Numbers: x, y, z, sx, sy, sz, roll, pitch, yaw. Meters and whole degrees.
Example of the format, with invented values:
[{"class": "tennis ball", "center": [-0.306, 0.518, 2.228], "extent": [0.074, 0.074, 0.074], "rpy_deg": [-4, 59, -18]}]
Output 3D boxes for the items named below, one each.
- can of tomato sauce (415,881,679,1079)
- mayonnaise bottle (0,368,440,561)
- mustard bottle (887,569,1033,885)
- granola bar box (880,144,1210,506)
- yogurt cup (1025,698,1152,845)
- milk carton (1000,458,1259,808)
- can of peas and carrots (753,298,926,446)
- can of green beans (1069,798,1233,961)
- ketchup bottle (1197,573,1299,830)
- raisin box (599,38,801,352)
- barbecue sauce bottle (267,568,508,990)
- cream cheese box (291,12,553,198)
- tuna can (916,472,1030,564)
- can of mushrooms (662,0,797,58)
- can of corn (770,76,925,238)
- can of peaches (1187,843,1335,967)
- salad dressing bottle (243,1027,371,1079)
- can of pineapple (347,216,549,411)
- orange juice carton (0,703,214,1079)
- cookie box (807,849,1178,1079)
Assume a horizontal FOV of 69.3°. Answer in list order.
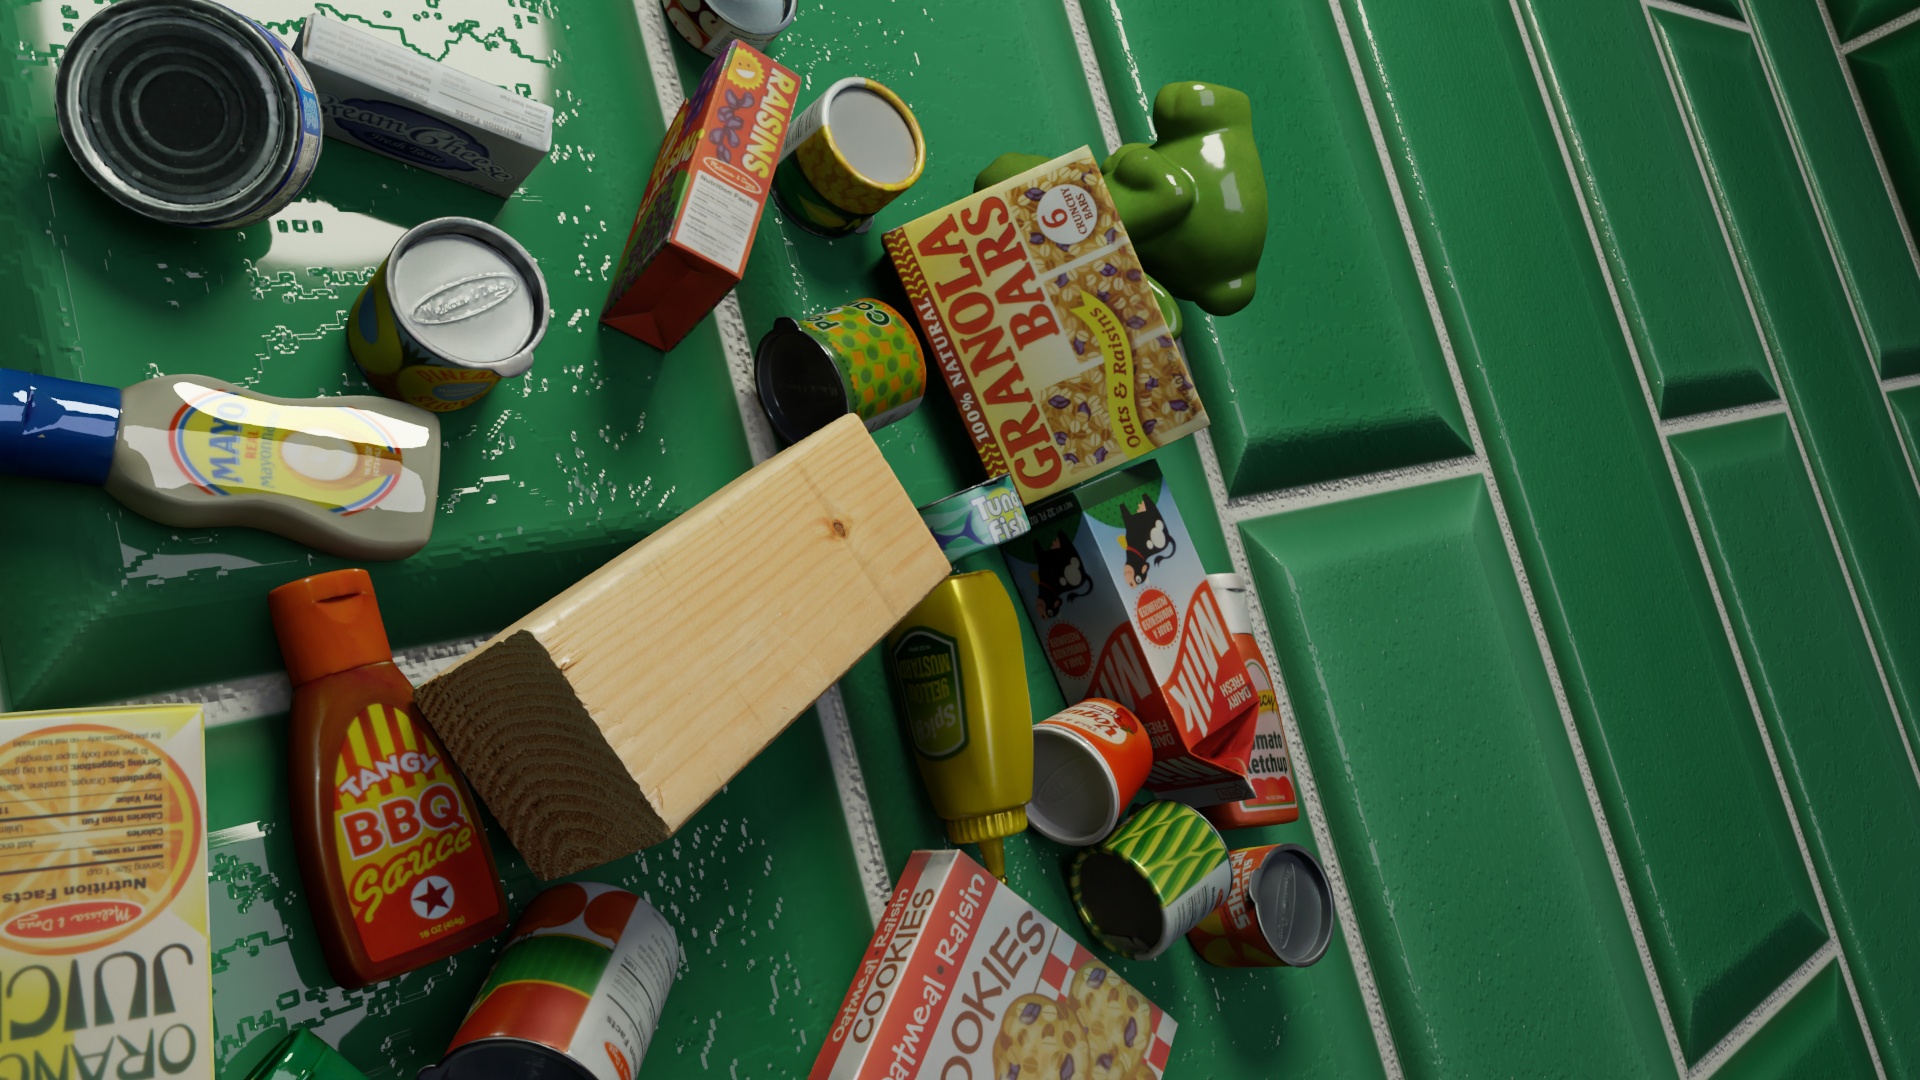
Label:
[{"class": "can of tomato sauce", "center": [-0.149, 0.178, 0.513], "extent": [0.071, 0.071, 0.083], "rpy_deg": [48, 21, -16]}, {"class": "mayonnaise bottle", "center": [-0.275, -0.031, 0.519], "extent": [0.148, 0.041, 0.065], "rpy_deg": [10, 71, -37]}, {"class": "mustard bottle", "center": [0.006, 0.097, 0.687], "extent": [0.049, 0.065, 0.160], "rpy_deg": [-6, 82, -44]}, {"class": "granola bar box", "center": [0.046, -0.113, 0.763], "extent": [0.124, 0.039, 0.165], "rpy_deg": [-24, 90, 0]}, {"class": "yogurt cup", "center": [0.065, 0.118, 0.727], "extent": [0.054, 0.072, 0.072], "rpy_deg": [-28, 93, -49]}, {"class": "milk carton", "center": [0.100, 0.059, 0.769], "extent": [0.074, 0.072, 0.190], "rpy_deg": [-23, 90, -42]}, {"class": "can of peas and carrots", "center": [-0.060, -0.085, 0.693], "extent": [0.059, 0.070, 0.071], "rpy_deg": [-29, 94, -42]}, {"class": "can of green beans", "center": [0.100, 0.178, 0.732], "extent": [0.058, 0.071, 0.071], "rpy_deg": [-23, 90, -41]}, {"class": "ketchup bottle", "center": [0.160, 0.095, 0.825], "extent": [0.065, 0.043, 0.149], "rpy_deg": [6, 71, -37]}, {"class": "raisin box", "center": [-0.123, -0.162, 0.657], "extent": [0.040, 0.086, 0.124], "rpy_deg": [25, 61, -25]}, {"class": "barbecue sauce bottle", "center": [-0.221, 0.086, 0.521], "extent": [0.065, 0.043, 0.148], "rpy_deg": [-14, 83, -44]}, {"class": "cream cheese box", "center": [-0.234, -0.185, 0.597], "extent": [0.104, 0.053, 0.024], "rpy_deg": [15, 68, -35]}, {"class": "tuna can", "center": [0.003, -0.009, 0.715], "extent": [0.071, 0.071, 0.033], "rpy_deg": [-23, 91, -41]}, {"class": "can of mushrooms", "center": [-0.124, -0.293, 0.737], "extent": [0.071, 0.033, 0.071], "rpy_deg": [13, 67, -35]}, {"class": "can of corn", "center": [-0.059, -0.202, 0.741], "extent": [0.071, 0.058, 0.071], "rpy_deg": [14, 67, -35]}, {"class": "can of peaches", "center": [0.165, 0.205, 0.780], "extent": [0.071, 0.058, 0.071], "rpy_deg": [13, 68, -35]}, {"class": "salad dressing bottle", "center": [-0.191, 0.234, 0.494], "extent": [0.147, 0.044, 0.064], "rpy_deg": [48, 48, -14]}, {"class": "can of pineapple", "center": [-0.213, -0.091, 0.579], "extent": [0.071, 0.057, 0.071], "rpy_deg": [14, 67, -35]}, {"class": "orange juice carton", "center": [-0.278, 0.153, 0.432], "extent": [0.073, 0.071, 0.193], "rpy_deg": [1, 74, -38]}, {"class": "cookie box", "center": [0.020, 0.245, 0.662], "extent": [0.167, 0.040, 0.123], "rpy_deg": [42, 53, -21]}]
